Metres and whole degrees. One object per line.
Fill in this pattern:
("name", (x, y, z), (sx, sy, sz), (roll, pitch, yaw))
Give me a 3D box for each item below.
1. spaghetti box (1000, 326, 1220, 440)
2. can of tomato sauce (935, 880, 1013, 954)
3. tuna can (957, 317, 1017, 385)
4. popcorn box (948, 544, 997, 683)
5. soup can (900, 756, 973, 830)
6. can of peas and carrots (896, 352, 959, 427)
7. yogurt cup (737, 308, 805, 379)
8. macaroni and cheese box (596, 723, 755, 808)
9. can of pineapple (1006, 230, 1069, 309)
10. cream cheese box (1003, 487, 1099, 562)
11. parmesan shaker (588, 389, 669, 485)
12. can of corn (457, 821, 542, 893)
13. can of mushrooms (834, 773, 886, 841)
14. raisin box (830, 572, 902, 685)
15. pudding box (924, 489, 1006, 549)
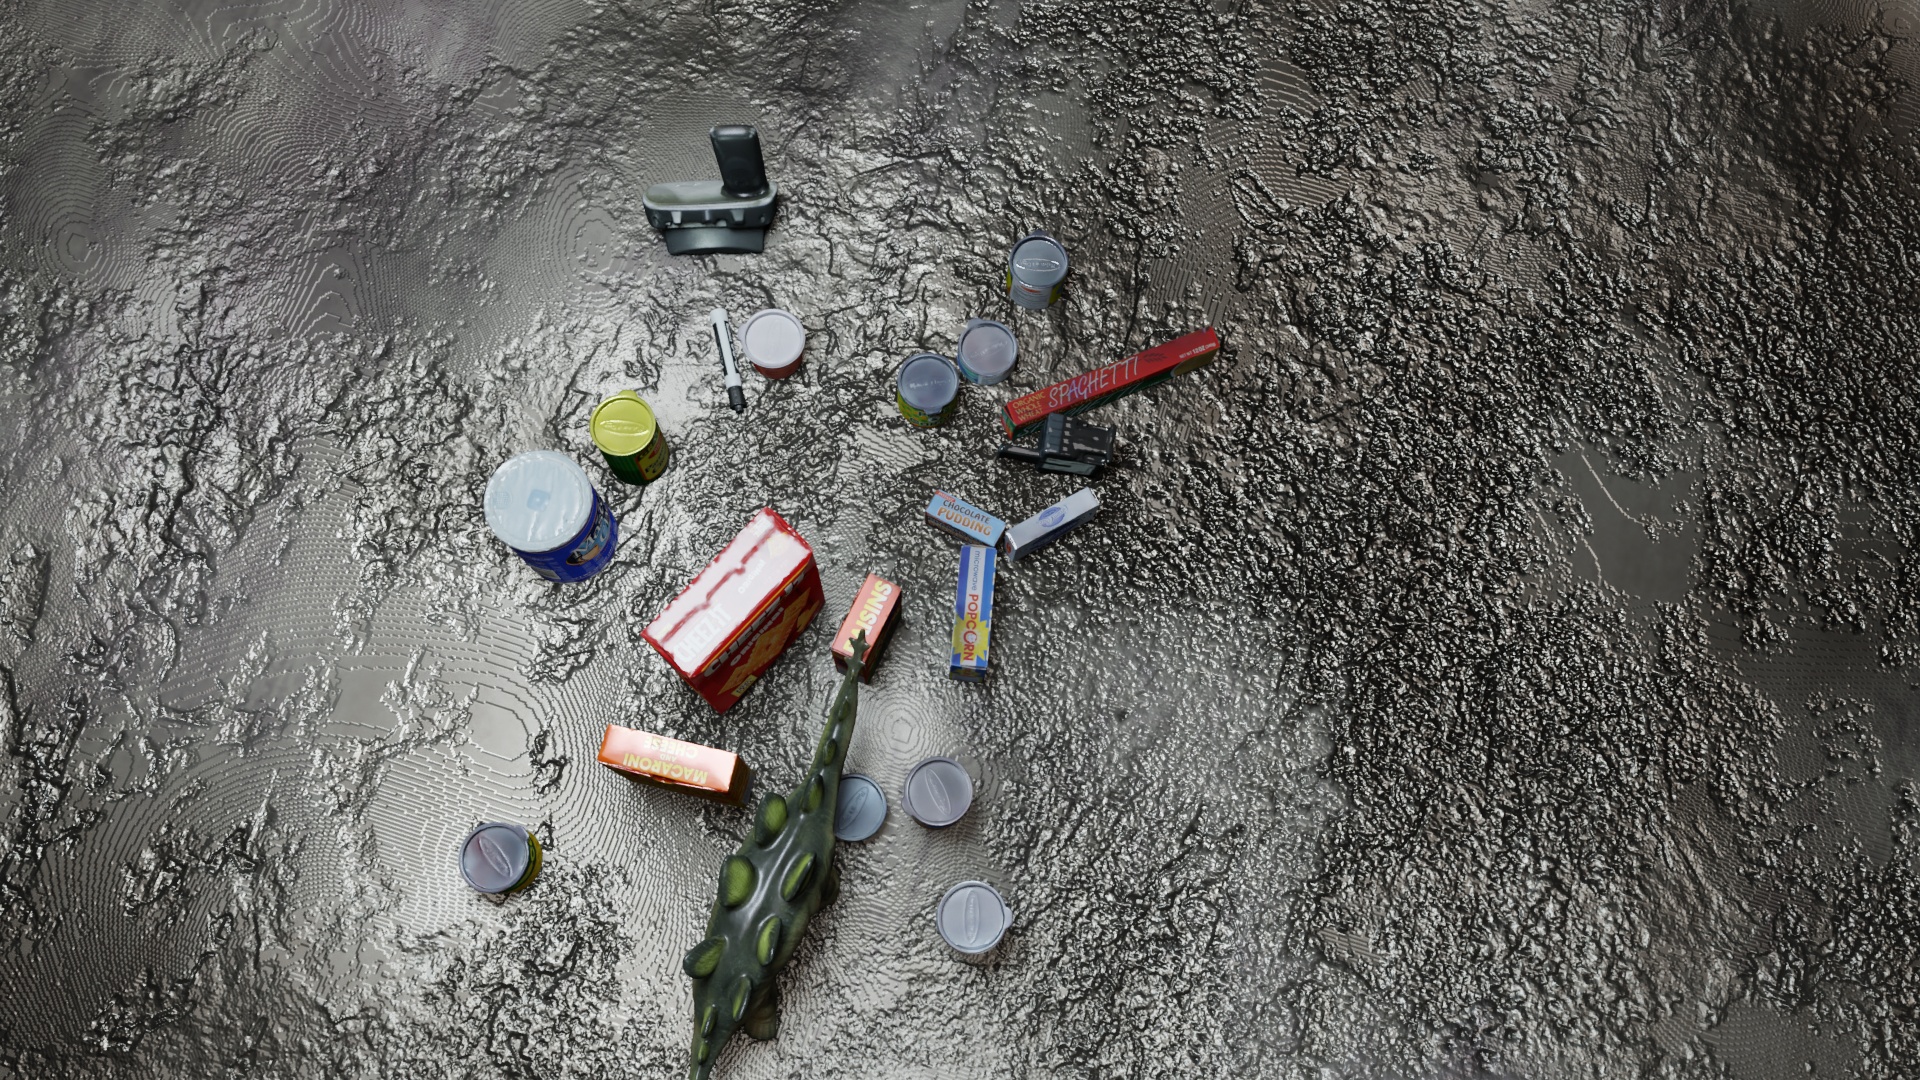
("spaghetti box", (0.163, -0.172, 1.515), (0.250, 0.050, 0.029), (-22, 77, -8))
("can of tomato sauce", (0.012, 0.363, 1.339), (0.071, 0.083, 0.071), (1, 74, -2))
("tuna can", (0.028, -0.208, 1.528), (0.071, 0.032, 0.071), (1, 74, -2))
("popcorn box", (0.012, 0.076, 1.420), (0.038, 0.085, 0.127), (6, 74, -1))
("soup can", (-0.025, 0.251, 1.369), (0.071, 0.083, 0.071), (1, 74, -2))
("can of peas and carrots", (-0.035, -0.159, 1.498), (0.071, 0.058, 0.071), (1, 74, -2))
("yogurt cup", (-0.201, -0.210, 1.507), (0.072, 0.053, 0.072), (1, 74, -2))
("macaroni and cheese box", (-0.266, 0.218, 1.324), (0.124, 0.166, 0.040), (13, 75, 1))
("can of pineapple", (0.085, -0.299, 1.544), (0.071, 0.057, 0.071), (1, 74, -2))
("cream cheese box", (0.095, -0.017, 1.466), (0.104, 0.053, 0.024), (-28, 78, -10))
("parmesan shaker", (-0.341, -0.106, 1.445), (0.071, 0.103, 0.071), (1, 75, -2))
("can of corn", (-0.443, 0.307, 1.346), (0.071, 0.058, 0.071), (1, 74, -2))
("can of mushrooms", (-0.109, 0.266, 1.387), (0.071, 0.033, 0.071), (1, 74, -2))
("raisin box", (-0.093, 0.090, 1.391), (0.040, 0.123, 0.086), (26, 75, 4))
("pudding box", (0.005, -0.018, 1.465), (0.084, 0.049, 0.030), (27, 75, 5))
